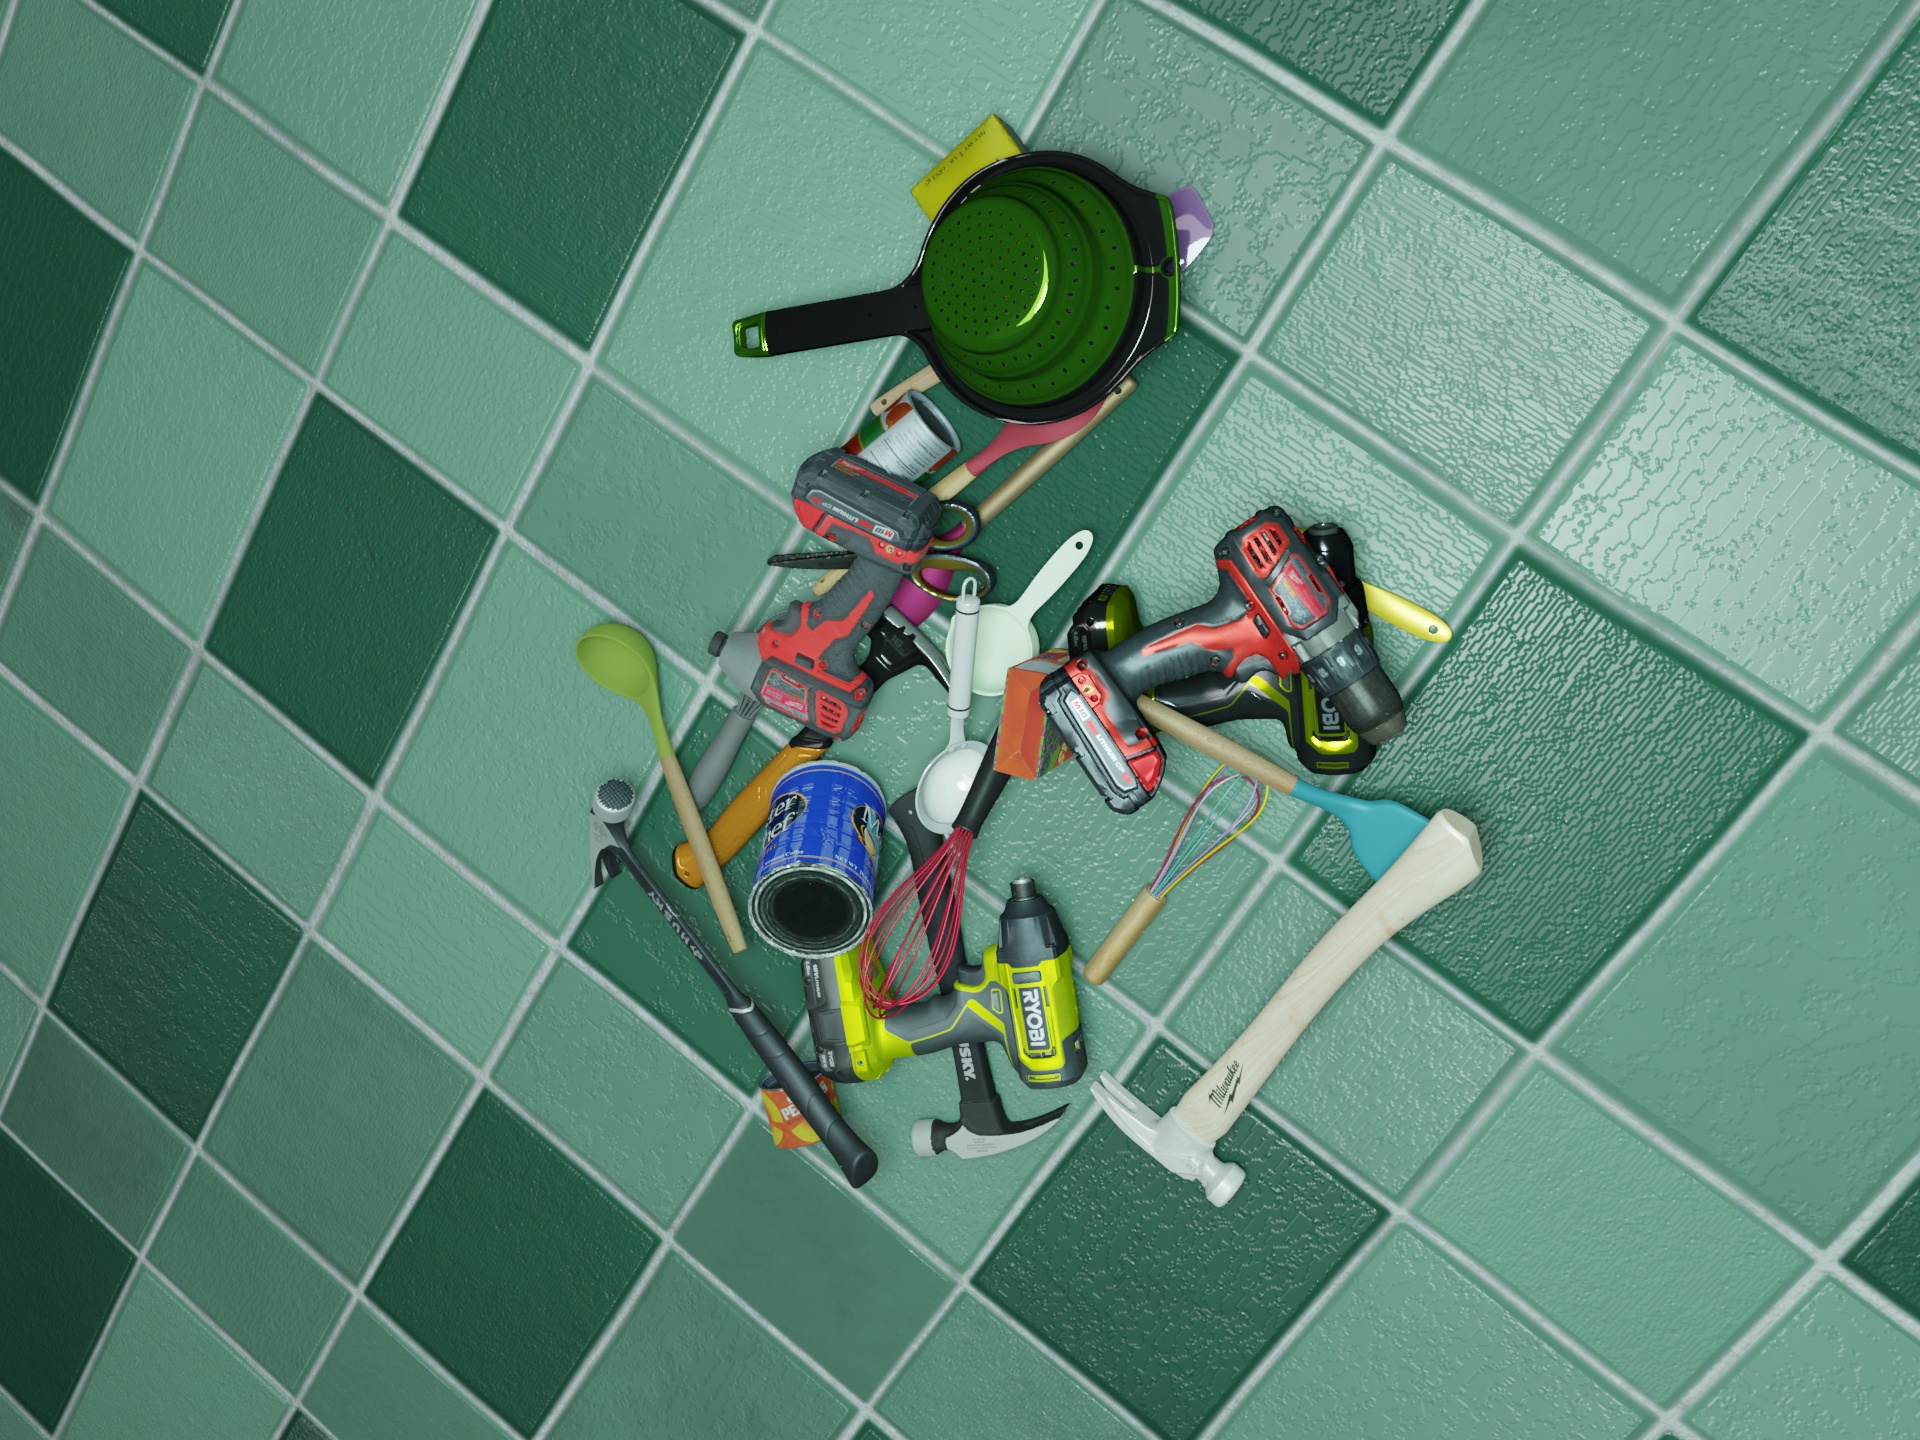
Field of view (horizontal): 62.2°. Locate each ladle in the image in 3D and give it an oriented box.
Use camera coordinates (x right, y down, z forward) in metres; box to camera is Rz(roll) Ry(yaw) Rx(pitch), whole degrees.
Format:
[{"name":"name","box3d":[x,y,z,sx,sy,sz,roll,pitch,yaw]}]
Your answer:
[{"name":"ladle","box3d":[-0.263,0.060,1.420,0.078,0.062,0.320,-33,76,48]},{"name":"ladle","box3d":[-0.010,-0.194,1.323,0.315,0.031,0.069,-35,52,26]}]

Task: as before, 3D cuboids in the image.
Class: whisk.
[{"name":"whisk","box3d":[-0.193,-0.004,1.416,0.055,0.055,0.239,38,114,10]},{"name":"whisk","box3d":[-0.005,0.108,1.295,0.073,0.073,0.296,22,72,15]},{"name":"whisk","box3d":[0.175,0.129,1.307,0.047,0.051,0.245,36,112,5]}]

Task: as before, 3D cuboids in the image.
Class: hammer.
[{"name":"hammer","box3d":[-0.002,0.218,1.391,0.146,0.035,0.335,-10,96,22]},{"name":"hammer","box3d":[-0.207,0.240,1.403,0.409,0.036,0.149,50,147,14]},{"name":"hammer","box3d":[-0.141,0.041,1.407,0.127,0.034,0.337,45,113,0]},{"name":"hammer","box3d":[0.258,0.215,1.249,0.146,0.038,0.410,39,122,11]}]

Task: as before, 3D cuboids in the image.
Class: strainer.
[{"name":"strainer","box3d":[-0.002,-0.004,1.311,0.050,0.087,0.258,39,136,42]}]

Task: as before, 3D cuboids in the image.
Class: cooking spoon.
[{"name":"cooking spoon","box3d":[0.024,-0.176,1.321,0.319,0.017,0.069,-40,85,22]}]

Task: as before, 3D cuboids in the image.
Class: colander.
[{"name":"colander","box3d":[-0.033,-0.323,1.219,0.397,0.094,0.204,-2,95,29]}]

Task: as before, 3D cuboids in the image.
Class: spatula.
[{"name":"spatula","box3d":[0.229,0.042,1.202,0.317,0.044,0.082,27,125,-2]},{"name":"spatula","box3d":[0.059,-0.326,1.283,0.316,0.018,0.060,-26,88,21]}]

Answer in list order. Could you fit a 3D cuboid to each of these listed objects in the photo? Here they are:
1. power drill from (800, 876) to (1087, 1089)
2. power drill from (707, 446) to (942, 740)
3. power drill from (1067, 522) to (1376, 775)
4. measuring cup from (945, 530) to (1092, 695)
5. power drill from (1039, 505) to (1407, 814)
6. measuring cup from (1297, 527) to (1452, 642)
[{"name":"power drill","box3d":[-0.013,0.224,1.339,0.223,0.080,0.171,-8,95,19]},{"name":"power drill","box3d":[-0.114,-0.101,1.296,0.143,0.078,0.219,26,115,2]},{"name":"power drill","box3d":[0.205,-0.054,1.231,0.228,0.080,0.190,-1,112,20]},{"name":"measuring cup","box3d":[0.057,-0.093,1.315,0.083,0.038,0.167,44,109,8]},{"name":"power drill","box3d":[0.190,-0.021,1.148,0.226,0.080,0.188,-35,90,8]},{"name":"measuring cup","box3d":[0.305,-0.098,1.224,0.156,0.029,0.062,29,108,16]}]
